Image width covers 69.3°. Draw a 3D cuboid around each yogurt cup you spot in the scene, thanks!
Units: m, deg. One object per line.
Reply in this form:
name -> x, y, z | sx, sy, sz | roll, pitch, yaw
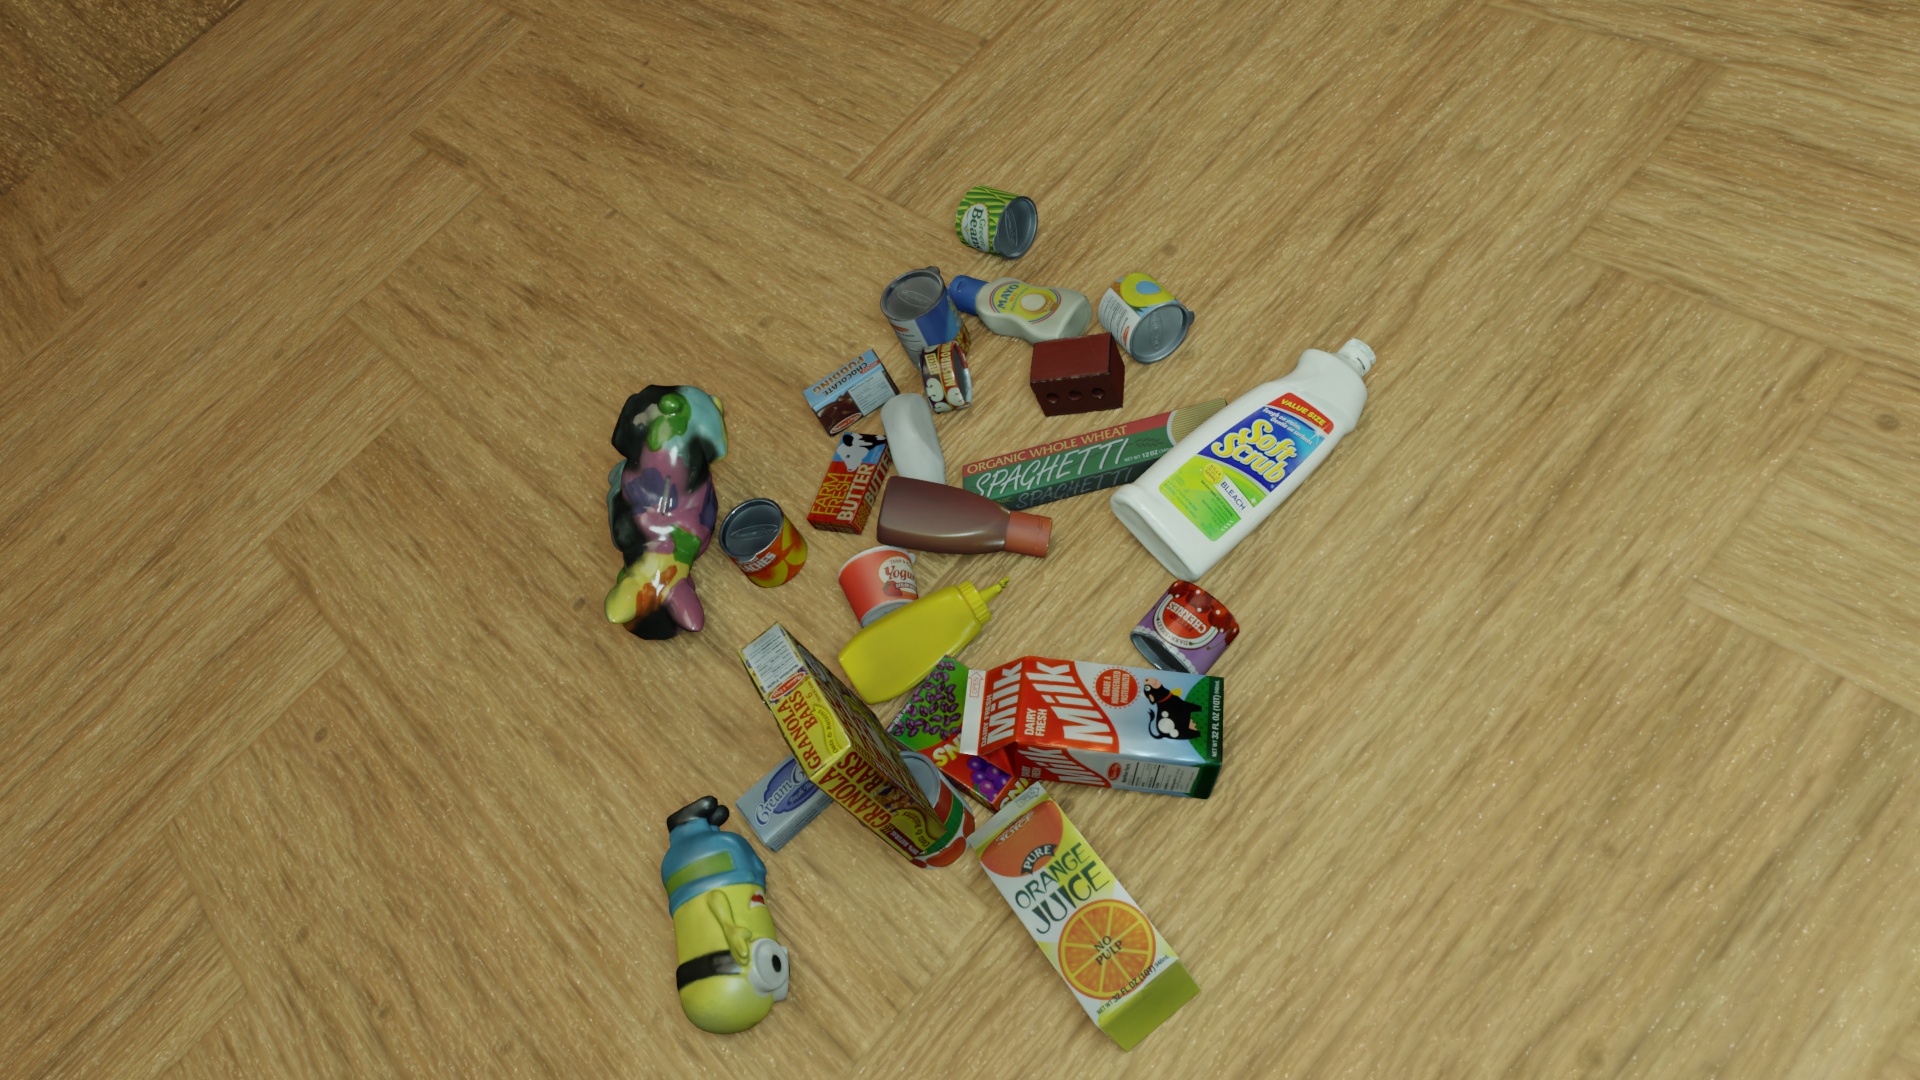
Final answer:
yogurt cup -> -0.069, 0.045, 1.221 | 0.072, 0.072, 0.054 | -25, 60, 6

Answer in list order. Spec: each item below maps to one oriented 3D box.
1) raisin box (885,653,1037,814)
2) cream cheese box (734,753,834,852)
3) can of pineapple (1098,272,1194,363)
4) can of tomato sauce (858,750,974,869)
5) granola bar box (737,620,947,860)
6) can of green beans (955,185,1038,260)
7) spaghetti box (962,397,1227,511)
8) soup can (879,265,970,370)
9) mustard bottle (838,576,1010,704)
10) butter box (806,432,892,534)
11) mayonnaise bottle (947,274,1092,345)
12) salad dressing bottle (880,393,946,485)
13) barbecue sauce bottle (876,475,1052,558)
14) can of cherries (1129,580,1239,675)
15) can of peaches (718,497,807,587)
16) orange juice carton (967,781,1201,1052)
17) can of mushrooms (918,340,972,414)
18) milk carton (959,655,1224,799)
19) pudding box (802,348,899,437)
raisin box -> 0.012, 0.158, 1.123 | 0.123, 0.040, 0.086 | 28, 70, 36
cream cheese box -> -0.133, 0.206, 1.161 | 0.104, 0.024, 0.053 | -41, 51, -7
can of pineapple -> 0.172, -0.207, 1.291 | 0.071, 0.070, 0.058 | -35, 51, -2
can of tomato sauce -> -0.034, 0.212, 1.077 | 0.071, 0.082, 0.071 | -11, 54, 16
granola bar box -> -0.082, 0.144, 0.984 | 0.039, 0.165, 0.124 | -37, 51, 0
can of green beans -> 0.037, -0.328, 1.430 | 0.058, 0.071, 0.071 | 25, 70, 35
spaghetti box -> 0.121, -0.071, 1.241 | 0.250, 0.028, 0.050 | -14, 52, 14
soup can -> -0.031, -0.218, 1.372 | 0.071, 0.083, 0.072 | -11, 54, 16
mustard bottle -> -0.024, 0.077, 1.182 | 0.160, 0.049, 0.065 | -31, 94, -5
butter box -> -0.104, -0.055, 1.329 | 0.053, 0.024, 0.104 | 6, 60, 27
mayonnaise bottle -> 0.054, -0.229, 1.371 | 0.148, 0.041, 0.065 | 22, 70, 33
salad dressing bottle -> -0.037, -0.067, 1.288 | 0.044, 0.064, 0.148 | -26, 58, 17
barbecue sauce bottle -> 0.004, -0.015, 1.212 | 0.149, 0.043, 0.065 | 10, 53, 2
can of cherries -> 0.176, 0.072, 1.092 | 0.071, 0.071, 0.058 | 33, 74, 36
can of peaches -> -0.184, 0.005, 1.300 | 0.071, 0.058, 0.071 | -11, 55, 16
orange juice carton -> 0.081, 0.261, 1.001 | 0.072, 0.072, 0.193 | -38, 51, -4
can of mushrooms -> -0.014, -0.158, 1.332 | 0.033, 0.070, 0.071 | -10, 54, 15
milk carton -> 0.097, 0.138, 1.042 | 0.191, 0.073, 0.073 | 5, 59, 3
pudding box -> -0.108, -0.146, 1.377 | 0.084, 0.049, 0.030 | -33, 50, -1
